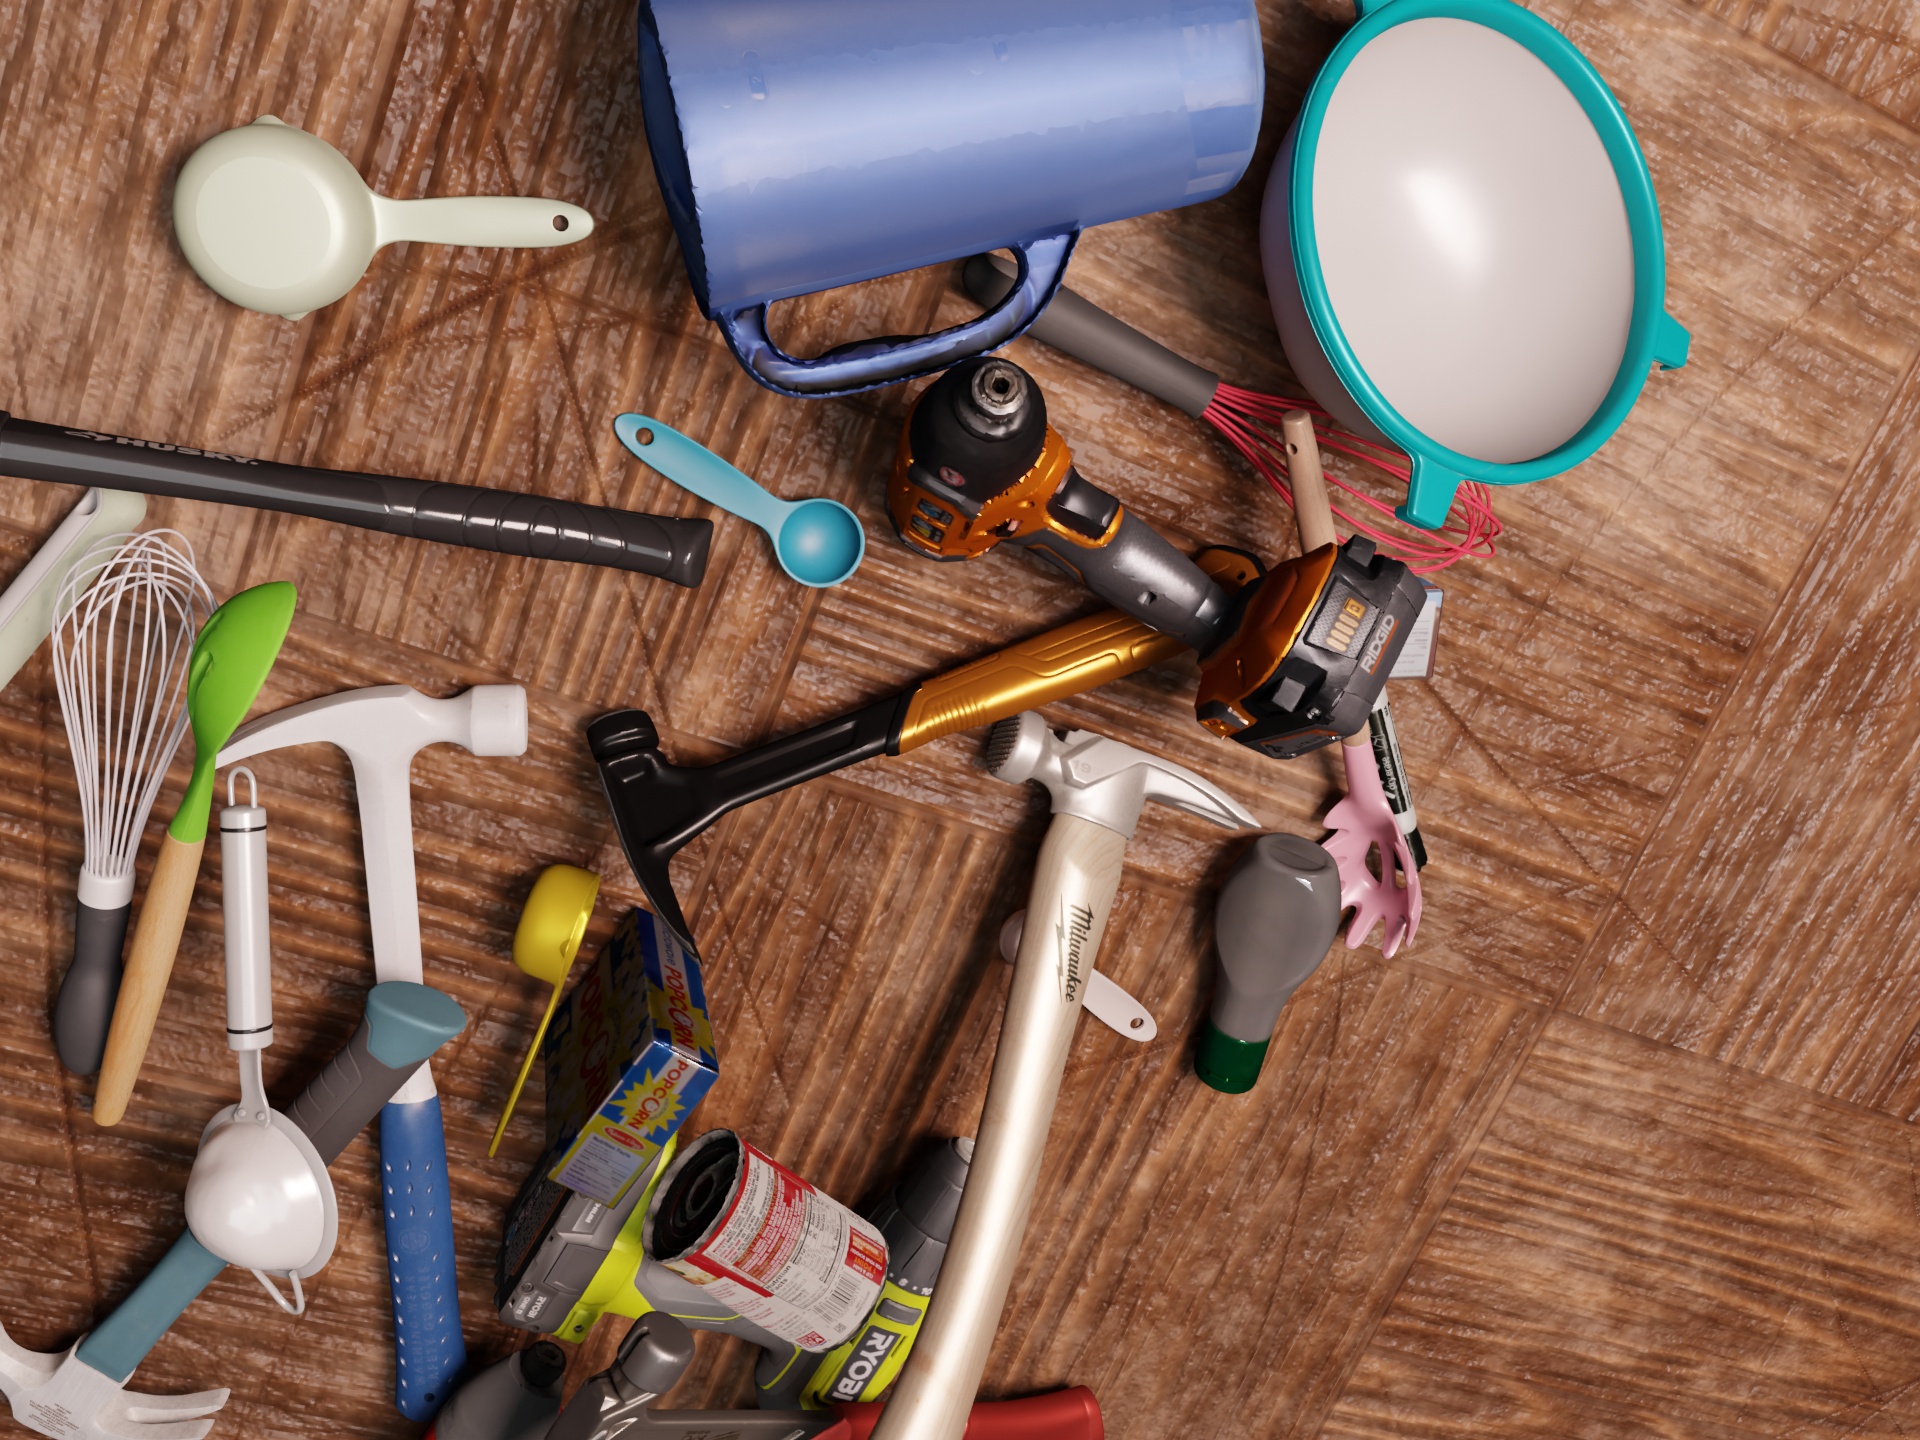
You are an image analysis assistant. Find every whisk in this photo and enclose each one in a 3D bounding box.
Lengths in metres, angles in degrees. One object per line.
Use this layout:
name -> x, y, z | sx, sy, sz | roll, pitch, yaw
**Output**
whisk -> 0.132, -0.145, 0.753 | 0.295, 0.073, 0.073 | 25, 103, -14
whisk -> -0.379, 0.046, 0.710 | 0.070, 0.070, 0.284 | 13, 113, -16
whisk -> -0.437, -0.010, 0.689 | 0.246, 0.058, 0.059 | -49, 144, 3

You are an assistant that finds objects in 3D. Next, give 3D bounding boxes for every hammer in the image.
hammer -> -0.265, -0.096, 0.667 | 0.334, 0.146, 0.035 | 6, 109, -26
hammer -> -0.057, 0.385, 0.843 | 0.358, 0.037, 0.149 | 22, 106, -40
hammer -> -0.281, 0.177, 0.792 | 0.144, 0.035, 0.405 | -1, 110, -11
hammer -> -0.001, -0.002, 0.759 | 0.337, 0.127, 0.034 | -22, 154, -9
hammer -> -0.356, 0.242, 0.772 | 0.128, 0.033, 0.331 | 40, 105, -14
hammer -> 0.032, 0.208, 0.774 | 0.146, 0.038, 0.411 | 21, 78, -18

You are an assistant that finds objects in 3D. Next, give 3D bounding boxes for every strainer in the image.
strainer -> 0.178, -0.260, 0.701 | 0.211, 0.095, 0.340 | -32, 101, -24
strainer -> -0.320, 0.149, 0.711 | 0.087, 0.050, 0.258 | 2, 94, 24

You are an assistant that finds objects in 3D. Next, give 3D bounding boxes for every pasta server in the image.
pasta server -> 0.189, -0.008, 0.790 | 0.040, 0.060, 0.316 | -45, 131, -33

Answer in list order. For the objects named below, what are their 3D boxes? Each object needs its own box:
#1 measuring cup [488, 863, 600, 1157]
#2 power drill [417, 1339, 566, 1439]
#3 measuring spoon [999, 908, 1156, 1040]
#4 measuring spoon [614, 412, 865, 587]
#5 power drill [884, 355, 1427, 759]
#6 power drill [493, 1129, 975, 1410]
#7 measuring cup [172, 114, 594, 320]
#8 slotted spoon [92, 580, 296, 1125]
measuring cup -> -0.215, 0.142, 0.778 | 0.029, 0.062, 0.156 | 21, 100, -6
power drill -> -0.187, 0.413, 0.858 | 0.219, 0.079, 0.143 | 29, 102, -27
measuring spoon -> 0.065, 0.139, 0.865 | 0.034, 0.018, 0.124 | -45, 118, 6
measuring spoon -> -0.103, -0.107, 0.741 | 0.128, 0.021, 0.042 | 31, 100, -11
power drill -> 0.075, -0.074, 0.678 | 0.226, 0.164, 0.084 | 29, 79, -1
power drill -> -0.108, 0.275, 0.843 | 0.228, 0.080, 0.190 | 28, 102, -22
measuring cup -> -0.238, -0.207, 0.661 | 0.167, 0.038, 0.083 | -2, 110, -9
slotted spoon -> -0.344, 0.070, 0.695 | 0.031, 0.070, 0.313 | 12, 121, -29
